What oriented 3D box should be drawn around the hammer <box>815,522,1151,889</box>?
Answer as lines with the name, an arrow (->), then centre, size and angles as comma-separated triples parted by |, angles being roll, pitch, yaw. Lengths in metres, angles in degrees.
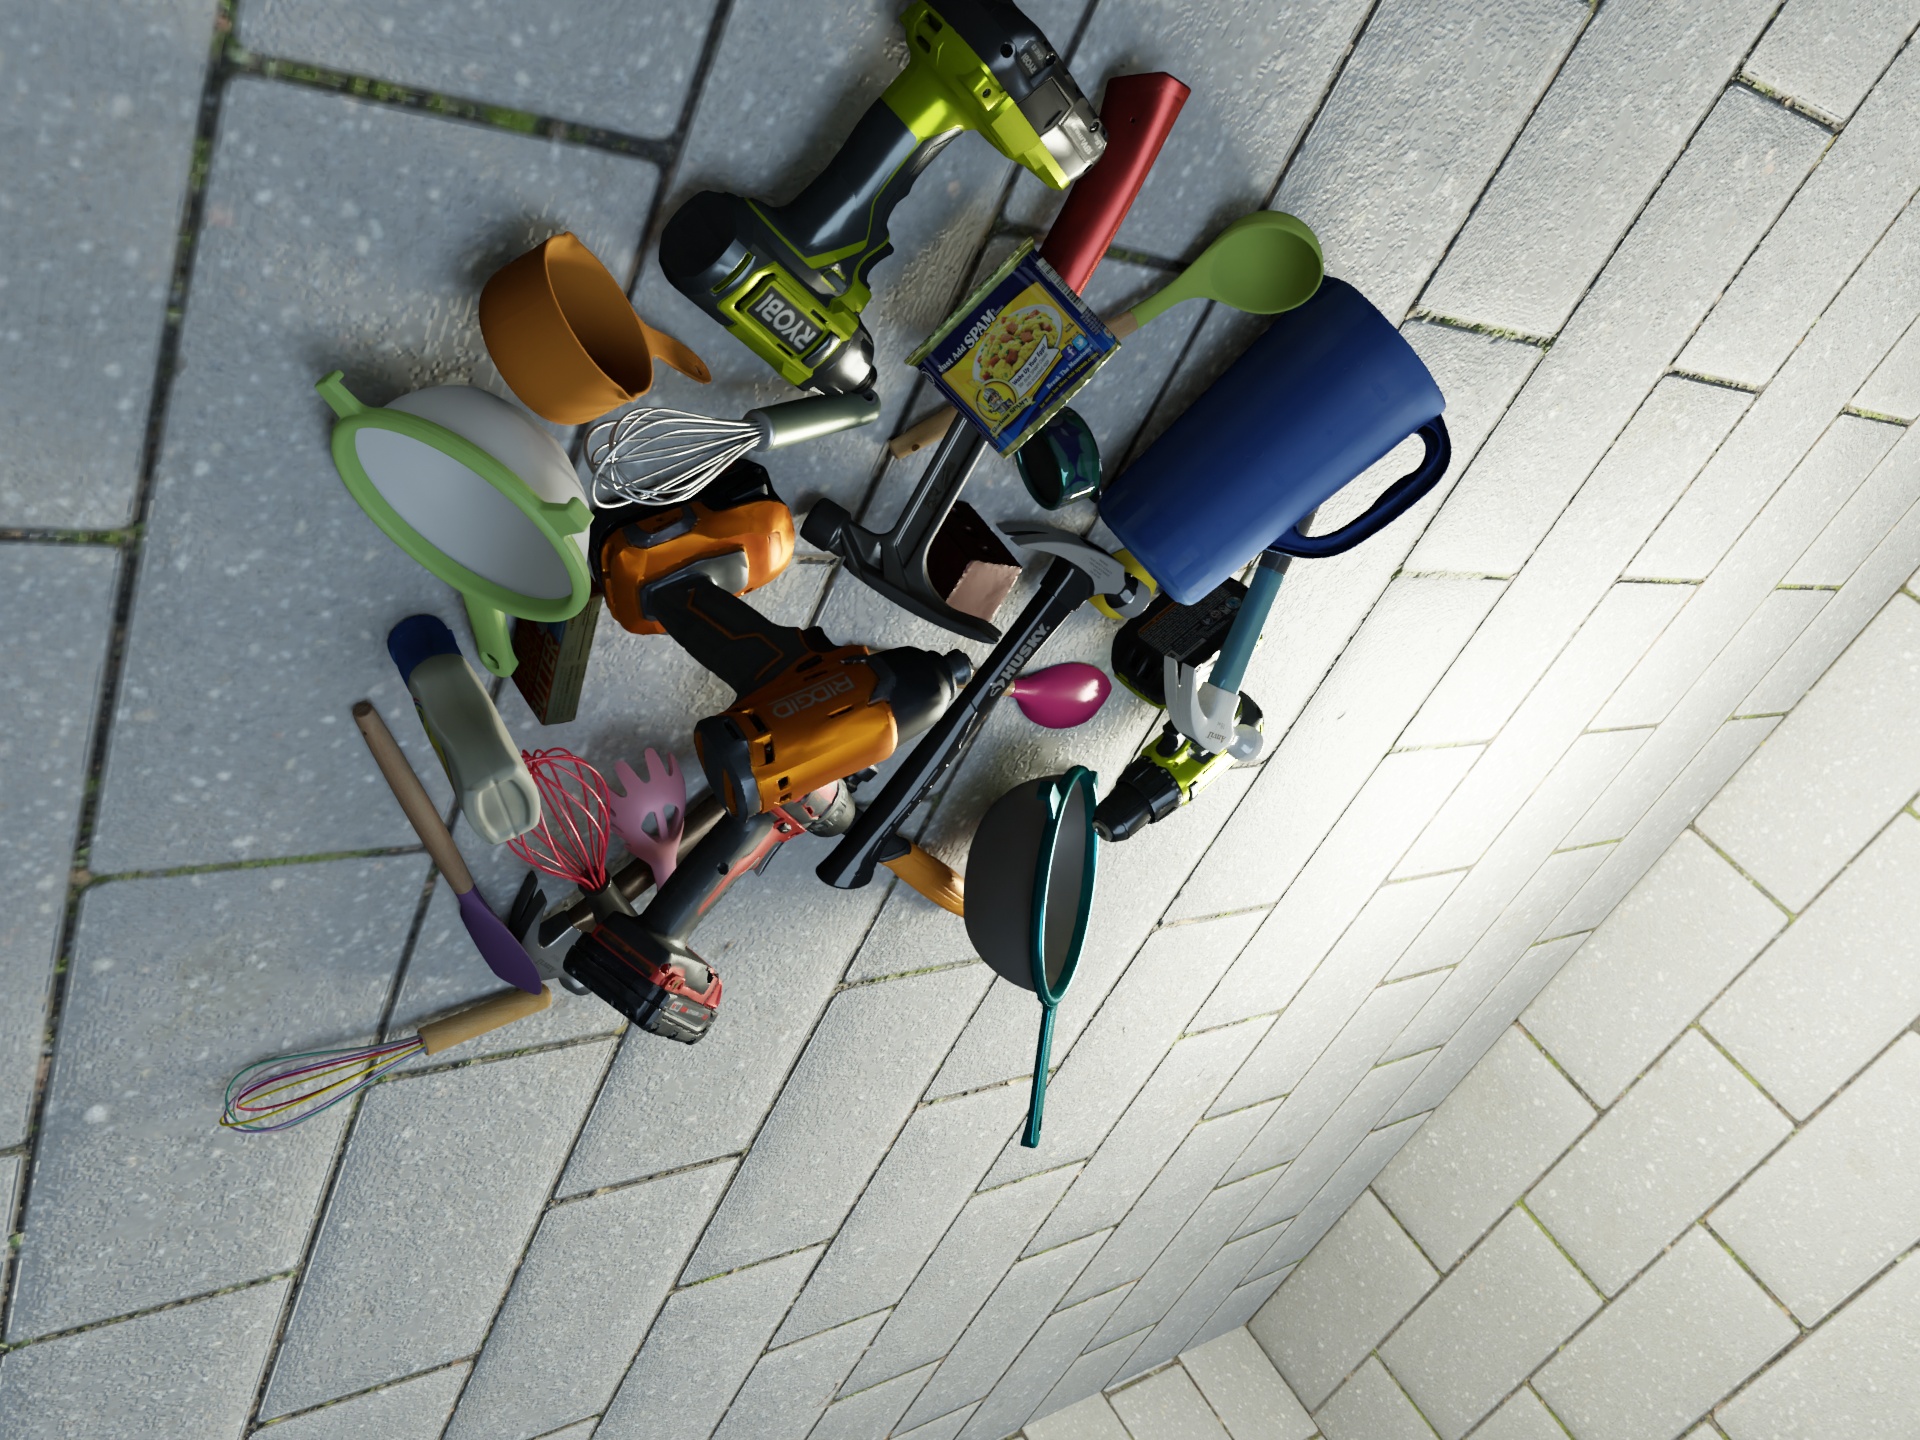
hammer -> -0.002, -0.004, 1.218 | 0.146, 0.035, 0.334 | 30, 103, -42

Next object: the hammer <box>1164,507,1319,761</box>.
hammer -> 0.253, -0.131, 1.259 | 0.128, 0.033, 0.331 | 16, 98, -44

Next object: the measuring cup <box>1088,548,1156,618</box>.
measuring cup -> 0.159, -0.143, 1.257 | 0.062, 0.029, 0.156 | 8, 127, -48

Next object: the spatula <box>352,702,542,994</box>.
spatula -> -0.340, 0.097, 1.067 | 0.018, 0.060, 0.315 | -56, 153, -33

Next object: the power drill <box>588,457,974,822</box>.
power drill -> -0.107, -0.055, 0.933 | 0.164, 0.227, 0.084 | -24, 144, -21

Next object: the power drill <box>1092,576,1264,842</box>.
power drill -> 0.188, -0.005, 1.385 | 0.190, 0.080, 0.228 | -38, 148, -21

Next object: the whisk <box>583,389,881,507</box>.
whisk -> -0.121, -0.162, 0.904 | 0.246, 0.058, 0.059 | -29, 159, -52

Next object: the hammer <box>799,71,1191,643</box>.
hammer -> 0.044, -0.226, 0.987 | 0.359, 0.149, 0.037 | -59, -178, 19

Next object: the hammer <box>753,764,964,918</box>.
hammer -> -0.055, 0.124, 1.371 | 0.127, 0.034, 0.336 | -42, 146, 5

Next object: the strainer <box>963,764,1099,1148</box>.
strainer -> 0.047, 0.202, 1.400 | 0.211, 0.095, 0.340 | -5, 102, -74

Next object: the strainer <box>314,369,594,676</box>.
strainer -> -0.253, -0.103, 0.877 | 0.069, 0.151, 0.256 | -61, 177, -25

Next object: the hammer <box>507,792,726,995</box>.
hammer -> -0.197, 0.080, 1.188 | 0.331, 0.031, 0.129 | -39, 147, -1

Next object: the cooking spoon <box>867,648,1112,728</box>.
cooking spoon -> 0.022, -0.029, 1.275 | 0.318, 0.017, 0.068 | 10, 123, -49

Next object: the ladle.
ladle -> 0.098, -0.247, 1.057 | 0.320, 0.062, 0.078 | -30, 146, -8

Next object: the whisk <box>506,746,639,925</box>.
whisk -> -0.253, 0.101, 1.079 | 0.073, 0.073, 0.295 | -29, 152, -14

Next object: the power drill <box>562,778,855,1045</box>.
power drill -> -0.159, 0.111, 1.120 | 0.227, 0.080, 0.187 | -55, 162, -8

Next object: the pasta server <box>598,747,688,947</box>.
pasta server -> -0.218, 0.131, 1.178 | 0.060, 0.040, 0.316 | -25, 149, -21

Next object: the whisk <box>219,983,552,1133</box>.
whisk -> -0.419, 0.244, 1.172 | 0.245, 0.051, 0.047 | -19, 163, -33

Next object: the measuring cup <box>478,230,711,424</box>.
measuring cup -> -0.190, -0.193, 0.845 | 0.052, 0.095, 0.173 | -23, 173, 15

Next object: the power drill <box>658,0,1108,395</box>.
power drill -> -0.036, -0.282, 0.873 | 0.223, 0.080, 0.171 | -42, 151, 11
